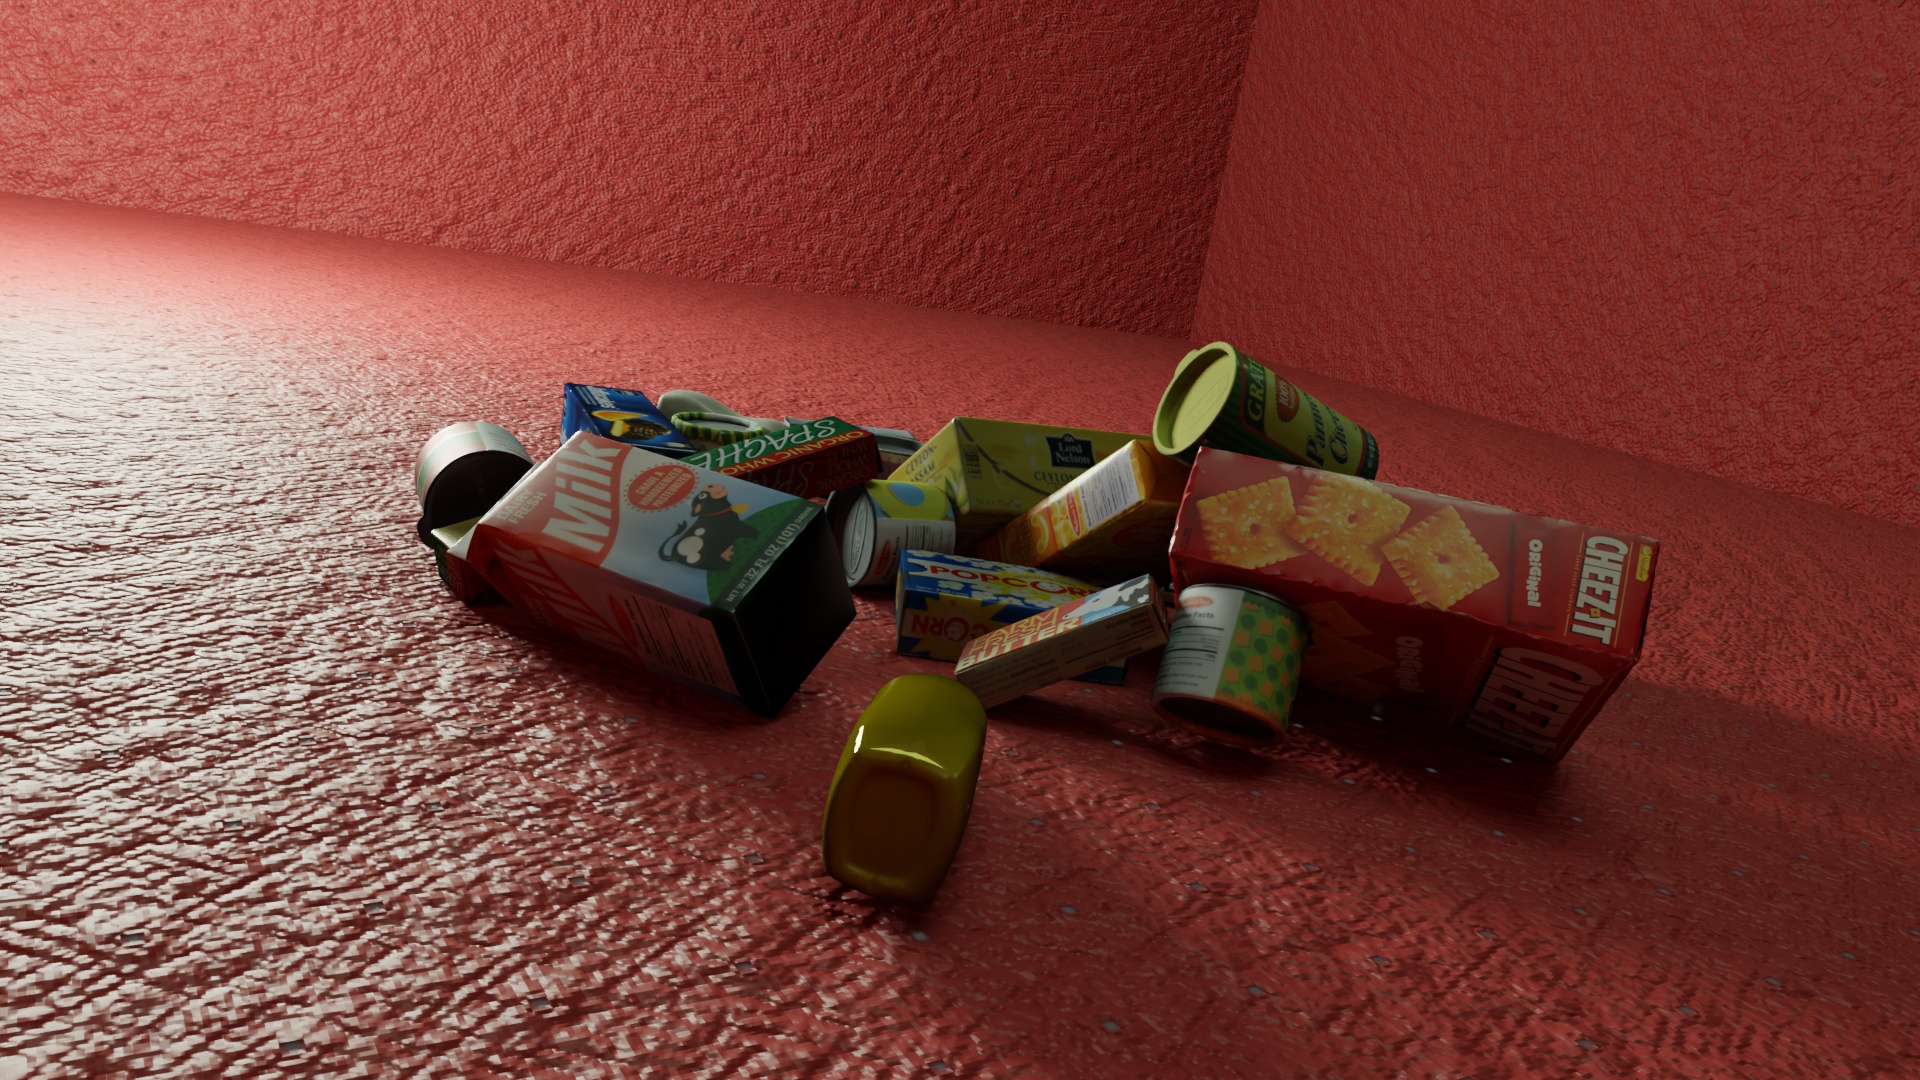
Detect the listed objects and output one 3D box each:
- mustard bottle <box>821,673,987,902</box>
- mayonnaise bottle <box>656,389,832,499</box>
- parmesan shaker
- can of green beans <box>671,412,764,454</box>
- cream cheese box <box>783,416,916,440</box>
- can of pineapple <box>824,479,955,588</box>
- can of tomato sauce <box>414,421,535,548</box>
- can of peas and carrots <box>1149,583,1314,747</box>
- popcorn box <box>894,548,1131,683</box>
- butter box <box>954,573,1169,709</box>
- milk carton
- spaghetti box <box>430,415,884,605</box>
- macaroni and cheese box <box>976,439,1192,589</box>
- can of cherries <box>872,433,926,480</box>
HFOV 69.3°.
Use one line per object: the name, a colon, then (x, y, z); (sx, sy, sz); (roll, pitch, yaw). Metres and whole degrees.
mustard bottle: (-0.016, 0.082, 0.526); (0.049, 0.065, 0.160); (16, 8, 2)
mayonnaise bottle: (-0.156, -0.066, 1.036); (0.148, 0.064, 0.041); (16, 16, 9)
parmesan shaker: (0.164, -0.055, 0.743); (0.103, 0.071, 0.071); (27, 7, -21)
can of green beans: (-0.175, -0.056, 0.984); (0.071, 0.057, 0.071); (9, 13, -2)
cream cheese box: (-0.090, -0.063, 1.086); (0.104, 0.053, 0.024); (5, 16, -21)
can of pineapple: (-0.045, -0.005, 0.847); (0.058, 0.070, 0.071); (2, 15, -34)
can of tomato sauce: (-0.270, -0.026, 0.777); (0.071, 0.071, 0.083); (4, 14, -26)
can of peas and carrots: (0.132, 0.062, 0.668); (0.071, 0.059, 0.070); (17, -21, 7)
popcorn box: (0.027, 0.041, 0.773); (0.127, 0.038, 0.085); (9, 14, -6)
butter box: (0.049, 0.050, 0.675); (0.103, 0.024, 0.053); (-22, 9, 12)
milk carton: (-0.151, 0.007, 0.650); (0.191, 0.073, 0.073); (16, 50, 26)
spaghetti box: (-0.159, -0.022, 0.767); (0.251, 0.028, 0.050); (-20, 28, -32)
macaroni and cheese box: (0.105, -0.006, 0.831); (0.124, 0.040, 0.165); (3, -22, -32)
can of cherries: (-0.053, -0.043, 1.020); (0.071, 0.058, 0.071); (10, 14, -2)
